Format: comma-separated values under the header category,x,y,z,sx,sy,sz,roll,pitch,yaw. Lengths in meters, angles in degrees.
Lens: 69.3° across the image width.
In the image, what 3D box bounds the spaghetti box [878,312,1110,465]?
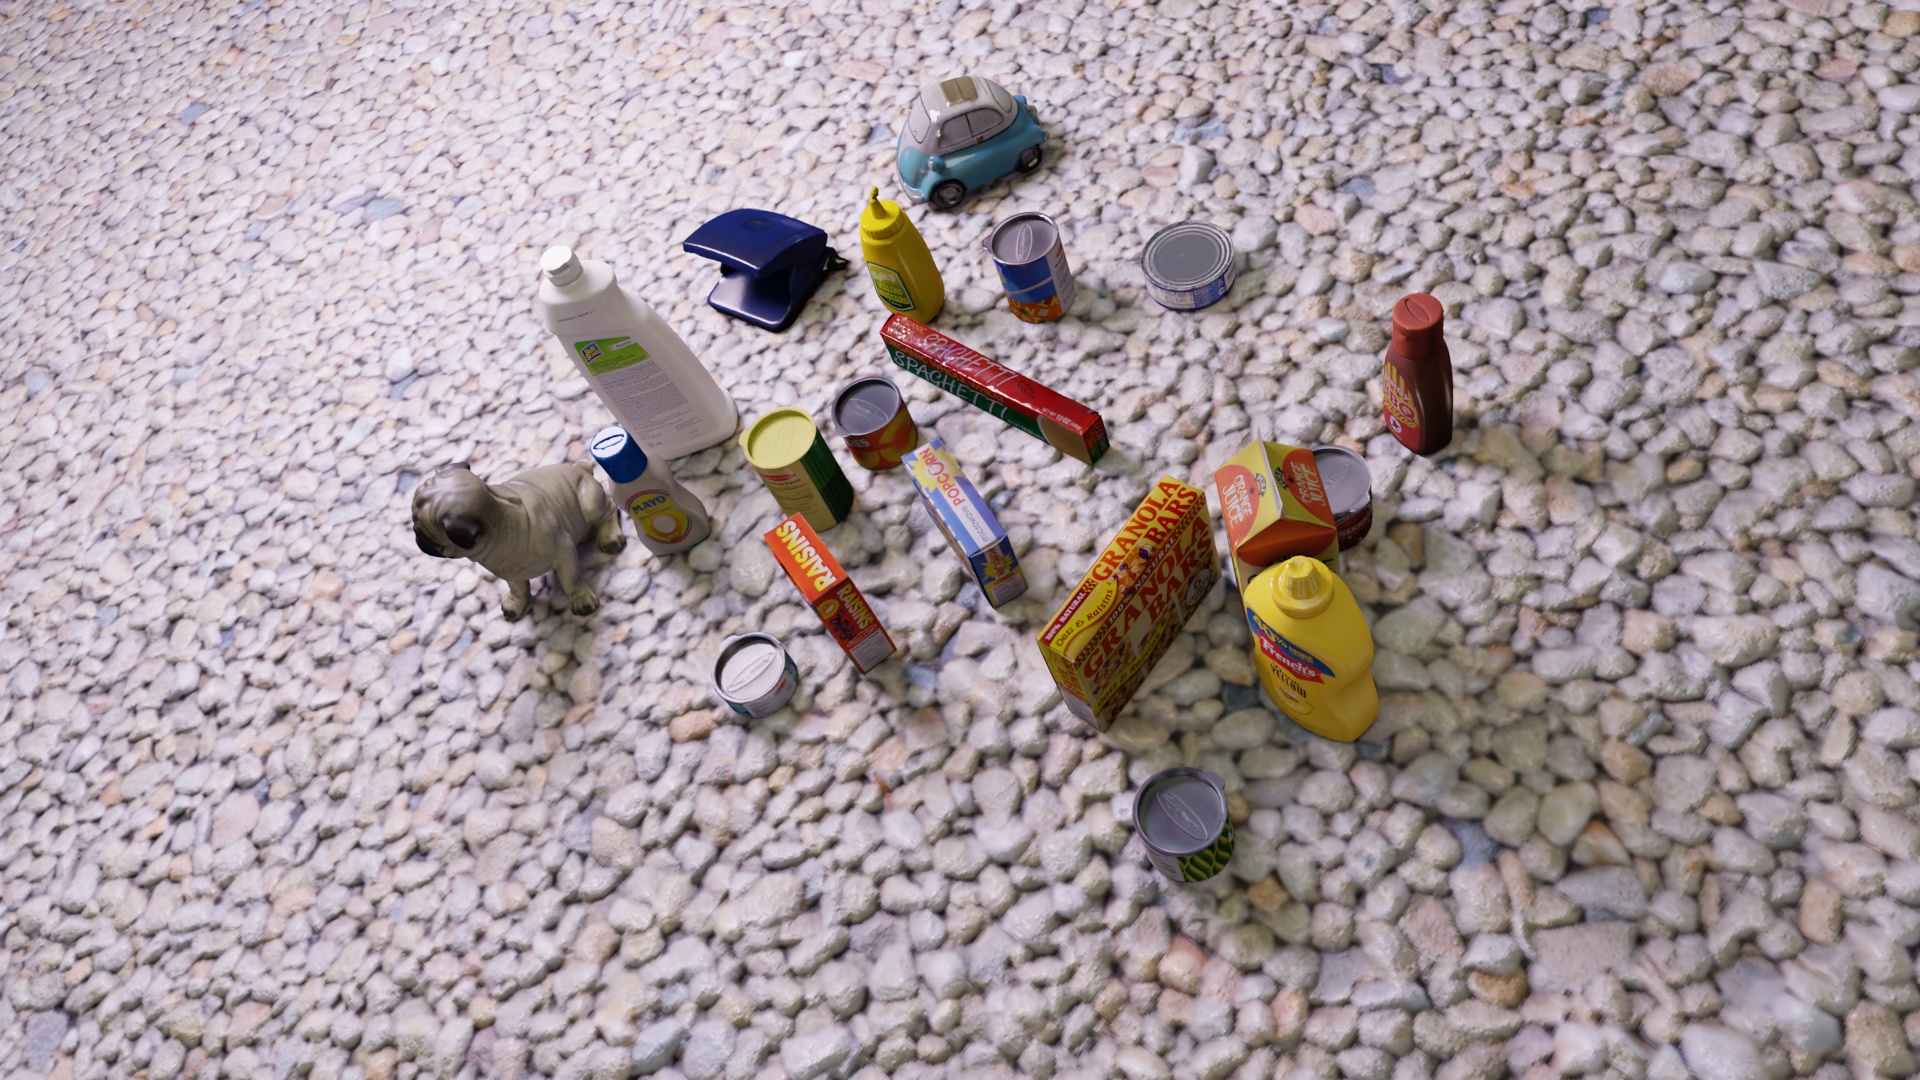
category,x,y,z,sx,sy,sz,roll,pitch,yaw
spaghetti box,0.026,-0.140,1.257,0.250,0.050,0.029,31,71,31

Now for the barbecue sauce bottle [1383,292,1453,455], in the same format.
category,x,y,z,sx,sy,sz,roll,pitch,yaw
barbecue sauce bottle,0.358,-0.132,1.086,0.044,0.148,0.065,-28,54,-1

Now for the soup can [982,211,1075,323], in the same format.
category,x,y,z,sx,sy,sz,roll,pitch,yaw
soup can,0.065,-0.254,1.299,0.071,0.083,0.072,-8,56,12

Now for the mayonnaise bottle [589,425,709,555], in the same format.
category,x,y,z,sx,sy,sz,roll,pitch,yaw
mayonnaise bottle,-0.278,-0.044,1.229,0.065,0.147,0.041,-22,54,3

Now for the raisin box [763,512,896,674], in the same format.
category,x,y,z,sx,sy,sz,roll,pitch,yaw
raisin box,-0.106,0.044,1.132,0.040,0.123,0.086,-35,55,-6

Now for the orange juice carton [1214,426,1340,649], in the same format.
category,x,y,z,sx,sy,sz,roll,pitch,yaw
orange juice carton,0.233,-0.001,1.012,0.073,0.192,0.072,-13,55,9

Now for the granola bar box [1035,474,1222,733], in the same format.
category,x,y,z,sx,sy,sz,roll,pitch,yaw
granola bar box,0.131,0.049,1.054,0.039,0.123,0.166,29,70,31

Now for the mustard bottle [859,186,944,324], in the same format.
category,x,y,z,sx,sy,sz,roll,pitch,yaw
mustard bottle,-0.062,-0.271,1.303,0.065,0.159,0.049,23,67,29

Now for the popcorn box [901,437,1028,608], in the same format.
category,x,y,z,sx,sy,sz,roll,pitch,yaw
popcorn box,0.004,-0.015,1.159,0.038,0.085,0.127,-31,54,-4

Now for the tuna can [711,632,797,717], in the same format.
category,x,y,z,sx,sy,sz,roll,pitch,yaw
tuna can,-0.173,0.112,1.164,0.071,0.032,0.071,-8,56,12

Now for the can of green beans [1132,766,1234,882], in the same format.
category,x,y,z,sx,sy,sz,roll,pitch,yaw
can of green beans,0.159,0.202,0.985,0.071,0.057,0.071,-8,56,12

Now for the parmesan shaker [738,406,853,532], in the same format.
category,x,y,z,sx,sy,sz,roll,pitch,yaw
parmesan shaker,-0.144,-0.062,1.226,0.071,0.102,0.071,-8,56,13

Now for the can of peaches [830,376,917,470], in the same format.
category,x,y,z,sx,sy,sz,roll,pitch,yaw
can of peaches,-0.079,-0.104,1.261,0.071,0.057,0.071,-8,56,12

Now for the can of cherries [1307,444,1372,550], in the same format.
category,x,y,z,sx,sy,sz,roll,pitch,yaw
can of cherries,0.292,-0.031,1.096,0.071,0.058,0.072,-8,56,12
